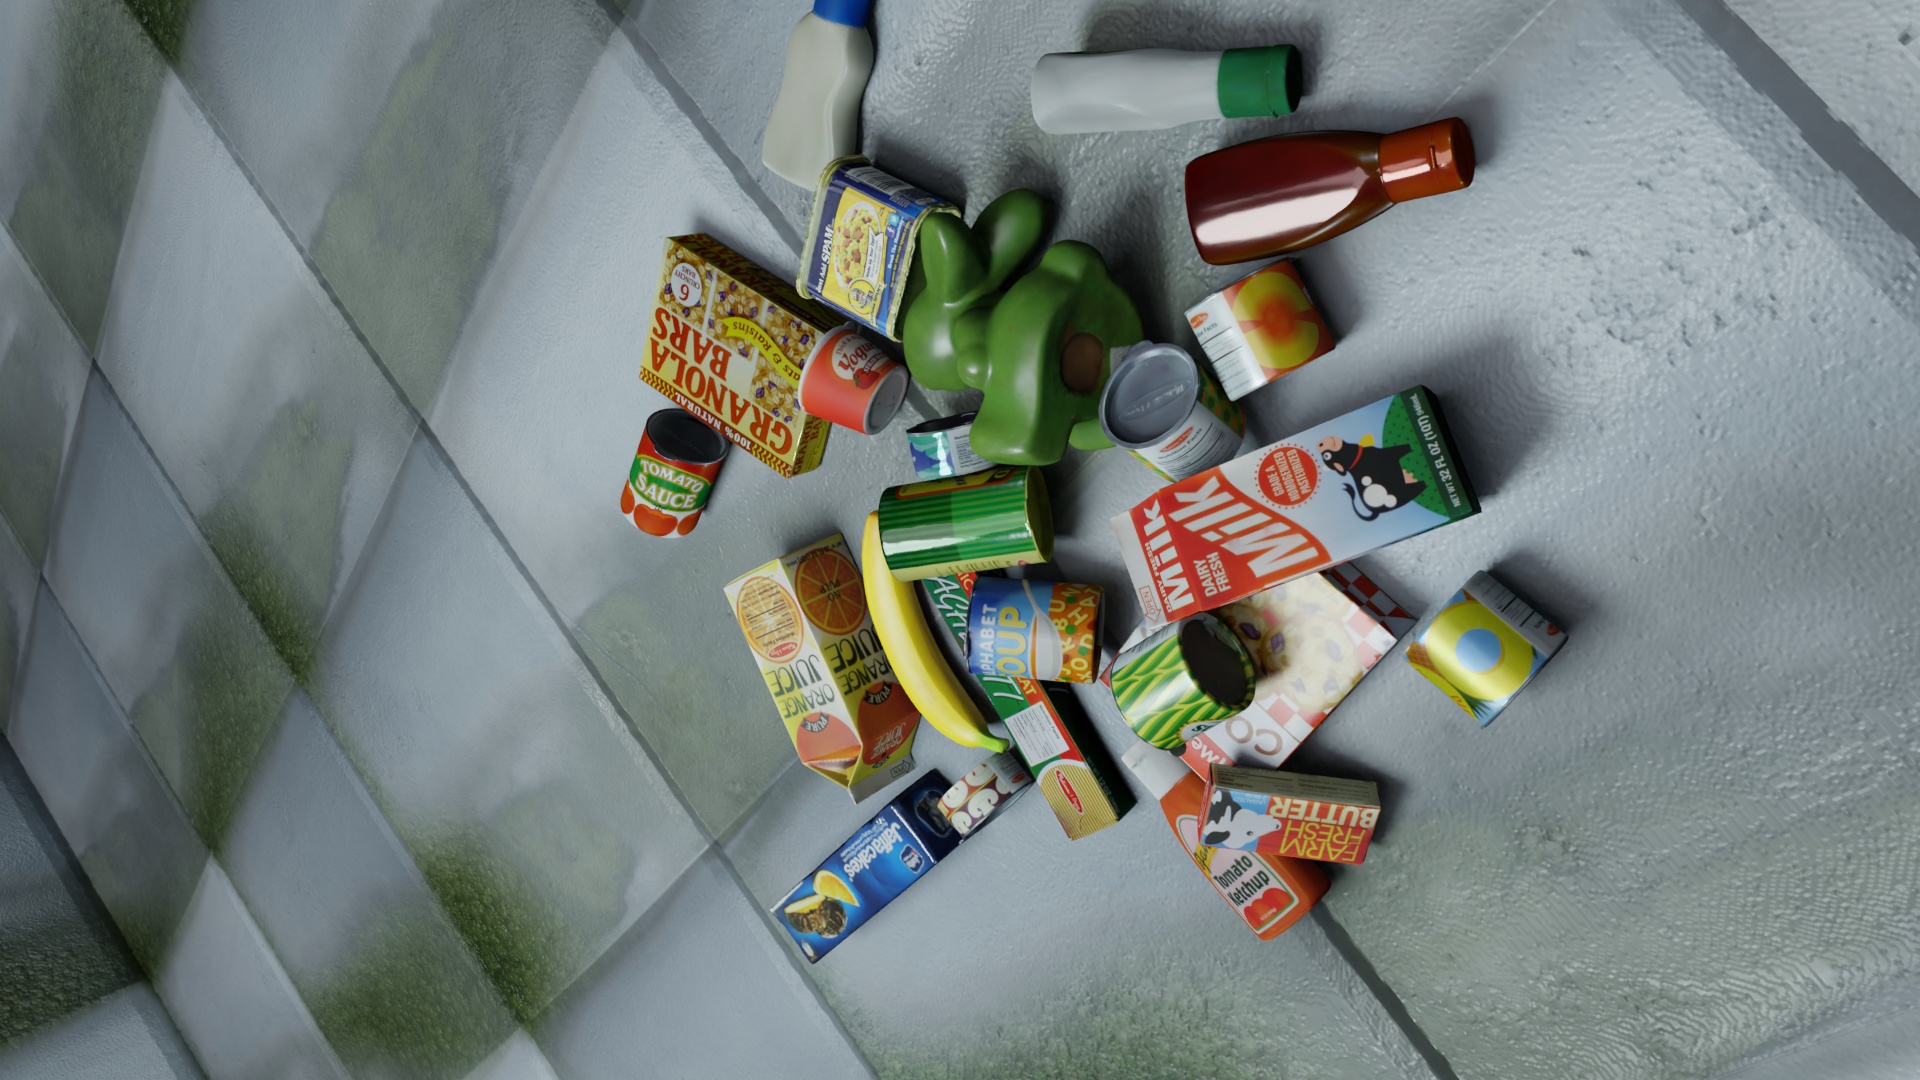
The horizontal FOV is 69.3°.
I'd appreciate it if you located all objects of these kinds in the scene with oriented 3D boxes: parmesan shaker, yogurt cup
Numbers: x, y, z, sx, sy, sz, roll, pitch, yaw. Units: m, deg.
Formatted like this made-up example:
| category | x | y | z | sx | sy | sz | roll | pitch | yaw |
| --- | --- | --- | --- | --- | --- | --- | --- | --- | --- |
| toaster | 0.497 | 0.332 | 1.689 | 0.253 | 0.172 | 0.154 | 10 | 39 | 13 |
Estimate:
| category | x | y | z | sx | sy | sz | roll | pitch | yaw |
| --- | --- | --- | --- | --- | --- | --- | --- | --- | --- |
| parmesan shaker | 0.003 | -0.012 | 0.918 | 0.103 | 0.071 | 0.071 | -8 | 102 | 16 |
| yogurt cup | -0.073 | -0.109 | 0.971 | 0.054 | 0.073 | 0.072 | 29 | 122 | 17 |

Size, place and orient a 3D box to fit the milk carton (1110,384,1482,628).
| category | x | y | z | sx | sy | sz | roll | pitch | yaw |
| --- | --- | --- | --- | --- | --- | --- | --- | --- | --- |
| milk carton | 0.178 | -0.014 | 0.764 | 0.190 | 0.073 | 0.072 | -22 | 82 | 23 |

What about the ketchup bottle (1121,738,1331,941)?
| category | x | y | z | sx | sy | sz | roll | pitch | yaw |
| --- | --- | --- | --- | --- | --- | --- | --- | --- | --- |
| ketchup bottle | 0.168 | 0.185 | 0.903 | 0.149 | 0.044 | 0.064 | 48 | 135 | 15 |

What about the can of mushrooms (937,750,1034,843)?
| category | x | y | z | sx | sy | sz | roll | pitch | yaw |
| --- | --- | --- | --- | --- | --- | --- | --- | --- | --- |
| can of mushrooms | 0.016 | 0.185 | 1.003 | 0.033 | 0.071 | 0.070 | 50 | 129 | 13 |

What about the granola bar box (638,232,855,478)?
| category | x | y | z | sx | sy | sz | roll | pitch | yaw |
| --- | --- | --- | --- | --- | --- | --- | --- | --- | --- |
| granola bar box | -0.163 | -0.140 | 1.043 | 0.166 | 0.039 | 0.123 | 33 | 123 | 24 |

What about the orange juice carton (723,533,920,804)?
| category | x | y | z | sx | sy | sz | roll | pitch | yaw |
| --- | --- | --- | --- | --- | --- | --- | --- | --- | --- |
| orange juice carton | -0.097 | 0.101 | 1.058 | 0.073 | 0.072 | 0.192 | -25 | 90 | 41 |

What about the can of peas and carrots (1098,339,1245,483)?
| category | x | y | z | sx | sy | sz | roll | pitch | yaw |
| --- | --- | --- | --- | --- | --- | --- | --- | --- | --- |
| can of peas and carrots | 0.123 | -0.075 | 0.809 | 0.071 | 0.058 | 0.071 | -19 | 58 | 33 |

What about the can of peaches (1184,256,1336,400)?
| category | x | y | z | sx | sy | sz | roll | pitch | yaw |
| --- | --- | --- | --- | --- | --- | --- | --- | --- | --- |
| can of peaches | 0.170 | -0.119 | 0.779 | 0.071 | 0.071 | 0.058 | -28 | 88 | 40 |

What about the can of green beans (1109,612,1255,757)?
| category | x | y | z | sx | sy | sz | roll | pitch | yaw |
| --- | --- | --- | --- | --- | --- | --- | --- | --- | --- |
| can of green beans | 0.132 | 0.083 | 0.824 | 0.057 | 0.071 | 0.071 | -38 | 82 | 38 |

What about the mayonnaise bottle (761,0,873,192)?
| category | x | y | z | sx | sy | sz | roll | pitch | yaw |
| --- | --- | --- | --- | --- | --- | --- | --- | --- | --- |
| mayonnaise bottle | -0.089 | -0.311 | 0.925 | 0.065 | 0.041 | 0.147 | 33 | 122 | 22 |

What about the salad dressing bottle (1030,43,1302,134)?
| category | x | y | z | sx | sy | sz | roll | pitch | yaw |
| --- | --- | --- | --- | --- | --- | --- | --- | --- | --- |
| salad dressing bottle | 0.114 | -0.254 | 0.778 | 0.147 | 0.064 | 0.044 | 6 | 94 | 27 |

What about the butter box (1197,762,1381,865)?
| category | x | y | z | sx | sy | sz | roll | pitch | yaw |
| --- | --- | --- | --- | --- | --- | --- | --- | --- | --- |
| butter box | 0.200 | 0.167 | 0.847 | 0.103 | 0.024 | 0.052 | 6 | 126 | 2 |

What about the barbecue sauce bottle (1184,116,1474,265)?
| category | x | y | z | sx | sy | sz | roll | pitch | yaw |
| --- | --- | --- | --- | --- | --- | --- | --- | --- | --- |
| barbecue sauce bottle | 0.196 | -0.191 | 0.746 | 0.148 | 0.044 | 0.064 | -5 | 102 | 38 |

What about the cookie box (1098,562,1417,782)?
| category | x | y | z | sx | sy | sz | roll | pitch | yaw |
| --- | --- | --- | --- | --- | --- | --- | --- | --- | --- |
| cookie box | 0.177 | 0.068 | 0.856 | 0.123 | 0.040 | 0.166 | 44 | 126 | 17 |

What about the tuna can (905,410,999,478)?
| category | x | y | z | sx | sy | sz | roll | pitch | yaw |
| --- | --- | --- | --- | --- | --- | --- | --- | --- | --- |
| tuna can | -0.003 | -0.065 | 0.930 | 0.071 | 0.071 | 0.032 | -3 | 105 | 38 |

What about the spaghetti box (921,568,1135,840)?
| category | x | y | z | sx | sy | sz | roll | pitch | yaw |
| --- | --- | --- | --- | --- | --- | --- | --- | --- | --- |
| spaghetti box | 0.039 | 0.090 | 0.978 | 0.050 | 0.029 | 0.250 | -33 | 85 | 40 |

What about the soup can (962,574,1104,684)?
| category | x | y | z | sx | sy | sz | roll | pitch | yaw |
| --- | --- | --- | --- | --- | --- | --- | --- | --- | --- |
| soup can | 0.049 | 0.060 | 0.913 | 0.084 | 0.071 | 0.071 | 4 | 111 | 11 |

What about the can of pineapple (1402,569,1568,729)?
| category | x | y | z | sx | sy | sz | roll | pitch | yaw |
| --- | --- | --- | --- | --- | --- | --- | --- | --- | --- |
| can of pineapple | 0.282 | 0.060 | 0.754 | 0.058 | 0.071 | 0.070 | 43 | 127 | 19 |

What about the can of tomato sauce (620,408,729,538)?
| category | x | y | z | sx | sy | sz | roll | pitch | yaw |
| --- | --- | --- | --- | --- | --- | --- | --- | --- | --- |
| can of tomato sauce | -0.229 | -0.052 | 1.107 | 0.071 | 0.071 | 0.082 | 43 | 128 | 18 |
